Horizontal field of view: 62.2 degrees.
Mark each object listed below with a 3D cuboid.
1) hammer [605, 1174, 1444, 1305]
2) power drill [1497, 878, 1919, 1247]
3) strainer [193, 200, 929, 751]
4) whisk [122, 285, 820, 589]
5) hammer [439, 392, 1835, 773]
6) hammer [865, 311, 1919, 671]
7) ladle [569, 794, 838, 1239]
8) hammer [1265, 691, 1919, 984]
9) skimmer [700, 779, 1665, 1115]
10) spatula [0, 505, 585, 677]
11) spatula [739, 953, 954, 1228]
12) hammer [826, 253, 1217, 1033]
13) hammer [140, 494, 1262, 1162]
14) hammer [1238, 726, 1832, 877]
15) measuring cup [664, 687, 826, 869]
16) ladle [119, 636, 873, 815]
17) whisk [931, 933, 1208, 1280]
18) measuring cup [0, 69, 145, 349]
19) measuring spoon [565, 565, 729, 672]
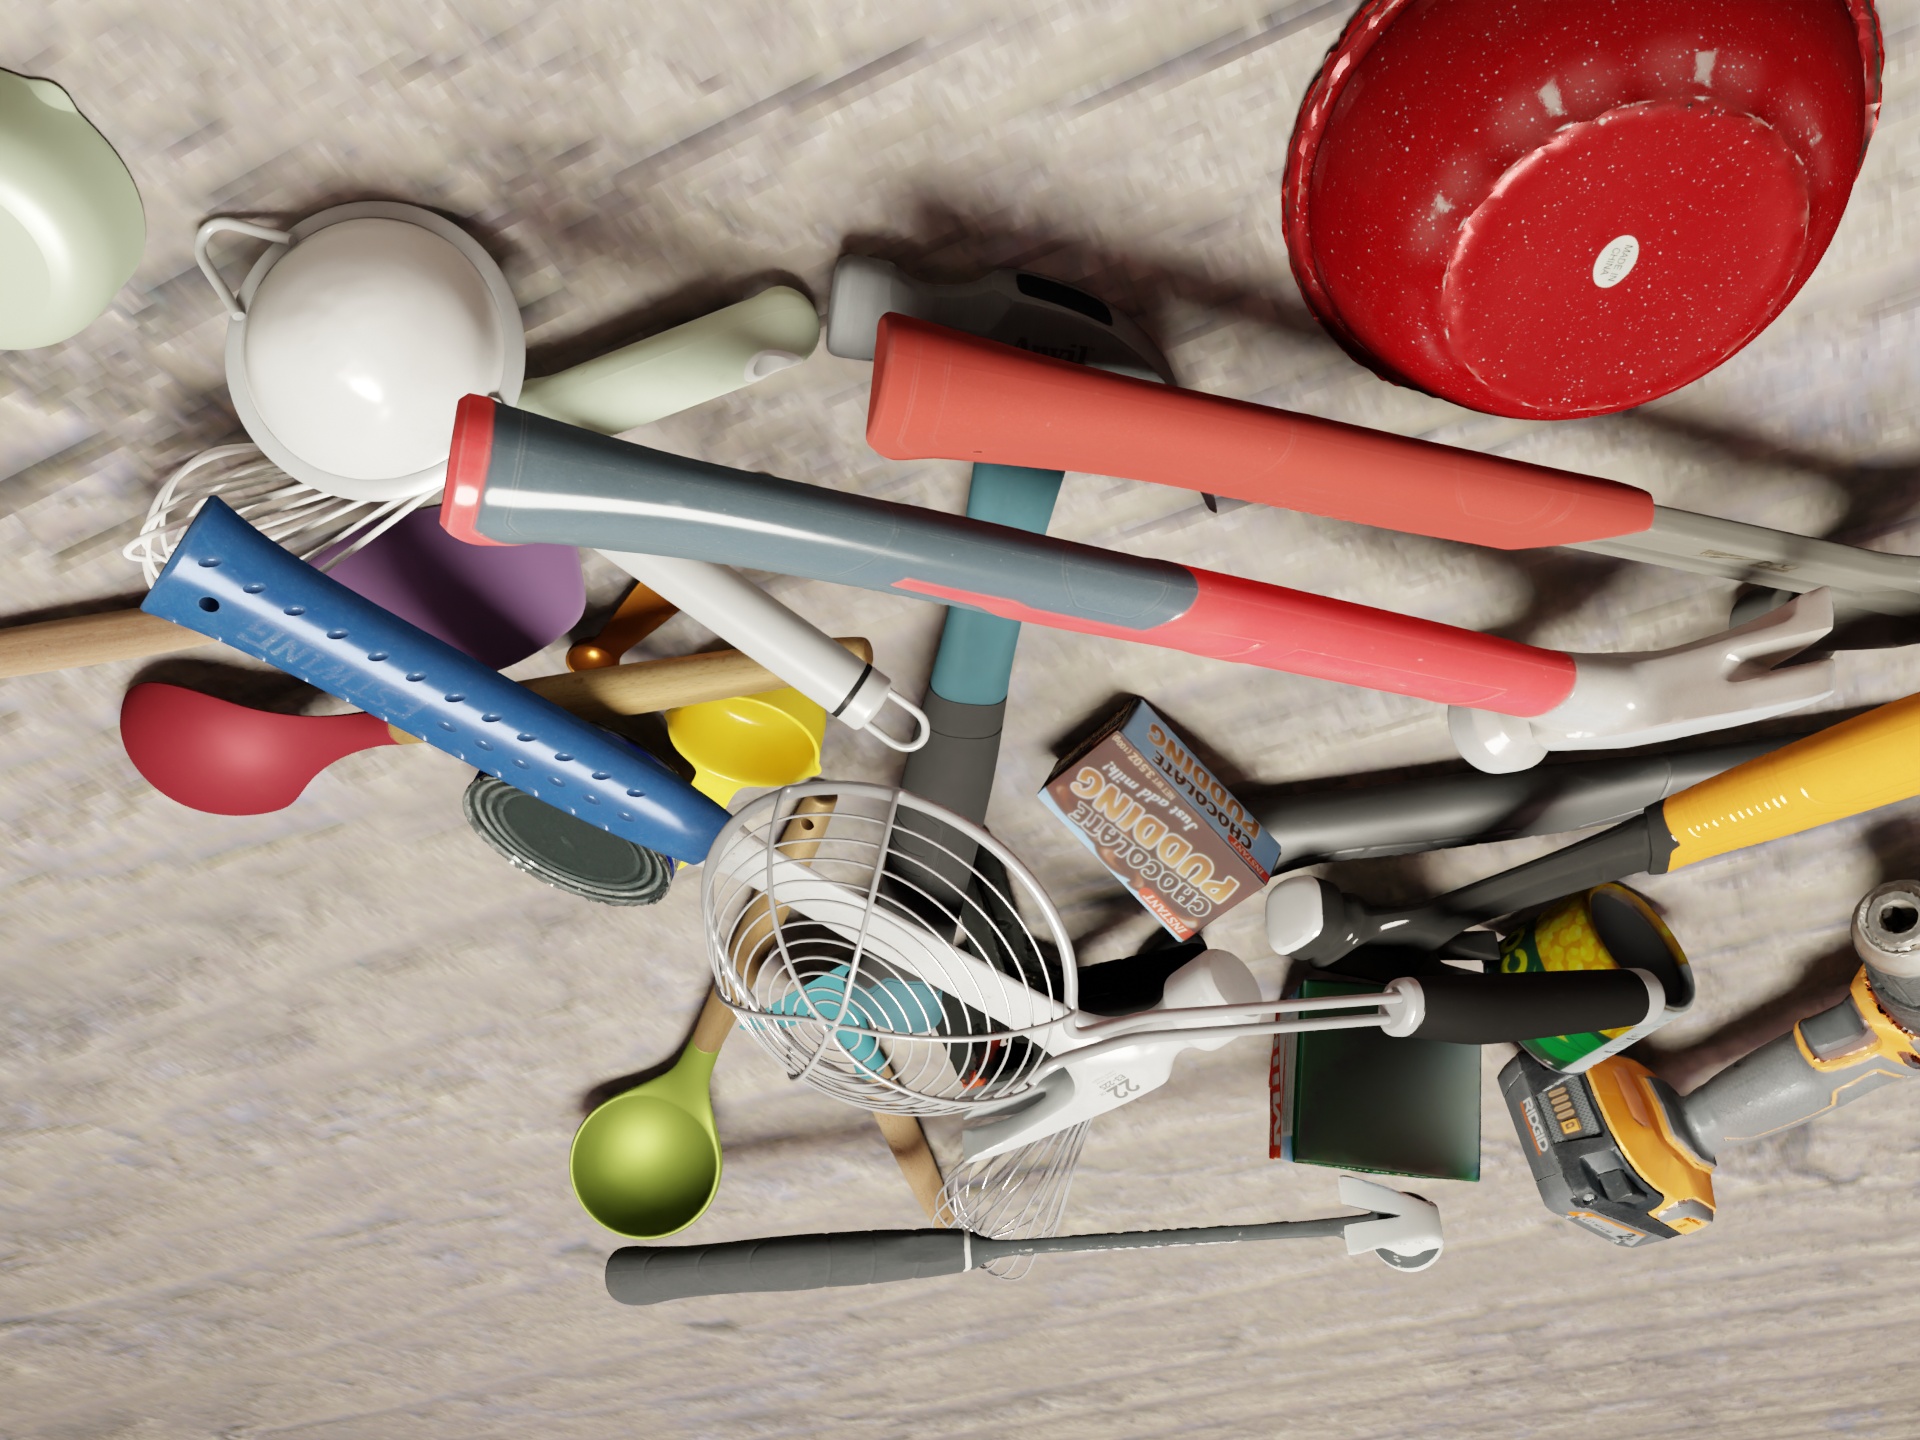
[{"bbox_3d":[0.018,0.253,0.759,0.409,0.036,0.149,-9,157,16],"label":"hammer"},{"bbox_3d":[0.363,0.152,0.711,0.226,0.084,0.185,-32,137,26],"label":"power drill"},{"bbox_3d":[-0.114,-0.068,0.460,0.258,0.050,0.087,35,90,-9],"label":"strainer"},{"bbox_3d":[-0.157,-0.086,0.500,0.246,0.059,0.057,-17,171,13],"label":"whisk"},{"bbox_3d":[0.056,-0.038,0.450,0.386,0.038,0.143,10,166,-21],"label":"hammer"},{"bbox_3d":[0.151,-0.066,0.455,0.359,0.037,0.149,9,168,-15],"label":"hammer"},{"bbox_3d":[-0.116,0.143,0.737,0.078,0.062,0.320,28,131,0],"label":"ladle"},{"bbox_3d":[0.262,0.035,0.537,0.127,0.034,0.337,16,150,-28],"label":"hammer"},{"bbox_3d":[0.093,0.080,0.559,0.363,0.090,0.127,2,130,-25],"label":"skimmer"},{"bbox_3d":[-0.281,-0.031,0.567,0.316,0.018,0.060,-7,97,12],"label":"spatula"},{"bbox_3d":[-0.036,0.195,0.800,0.082,0.044,0.317,-28,139,-10],"label":"spatula"},{"bbox_3d":[-0.001,-0.002,0.569,0.128,0.033,0.330,6,130,-8],"label":"hammer"},{"bbox_3d":[-0.082,0.051,0.561,0.405,0.035,0.144,32,125,-26],"label":"hammer"},{"bbox_3d":[0.257,0.024,0.618,0.335,0.035,0.146,-8,137,9],"label":"hammer"},{"bbox_3d":[-0.098,0.020,0.632,0.062,0.029,0.156,22,145,-15],"label":"measuring cup"},{"bbox_3d":[-0.178,-0.002,0.569,0.315,0.031,0.069,-8,132,19],"label":"ladle"},{"bbox_3d":[0.055,0.195,0.795,0.070,0.070,0.284,15,130,-15],"label":"whisk"},{"bbox_3d":[-0.307,-0.159,0.421,0.167,0.038,0.083,31,129,-31],"label":"measuring cup"},{"bbox_3d":[-0.102,-0.050,0.562,0.021,0.011,0.117,32,125,-29],"label":"measuring spoon"}]
